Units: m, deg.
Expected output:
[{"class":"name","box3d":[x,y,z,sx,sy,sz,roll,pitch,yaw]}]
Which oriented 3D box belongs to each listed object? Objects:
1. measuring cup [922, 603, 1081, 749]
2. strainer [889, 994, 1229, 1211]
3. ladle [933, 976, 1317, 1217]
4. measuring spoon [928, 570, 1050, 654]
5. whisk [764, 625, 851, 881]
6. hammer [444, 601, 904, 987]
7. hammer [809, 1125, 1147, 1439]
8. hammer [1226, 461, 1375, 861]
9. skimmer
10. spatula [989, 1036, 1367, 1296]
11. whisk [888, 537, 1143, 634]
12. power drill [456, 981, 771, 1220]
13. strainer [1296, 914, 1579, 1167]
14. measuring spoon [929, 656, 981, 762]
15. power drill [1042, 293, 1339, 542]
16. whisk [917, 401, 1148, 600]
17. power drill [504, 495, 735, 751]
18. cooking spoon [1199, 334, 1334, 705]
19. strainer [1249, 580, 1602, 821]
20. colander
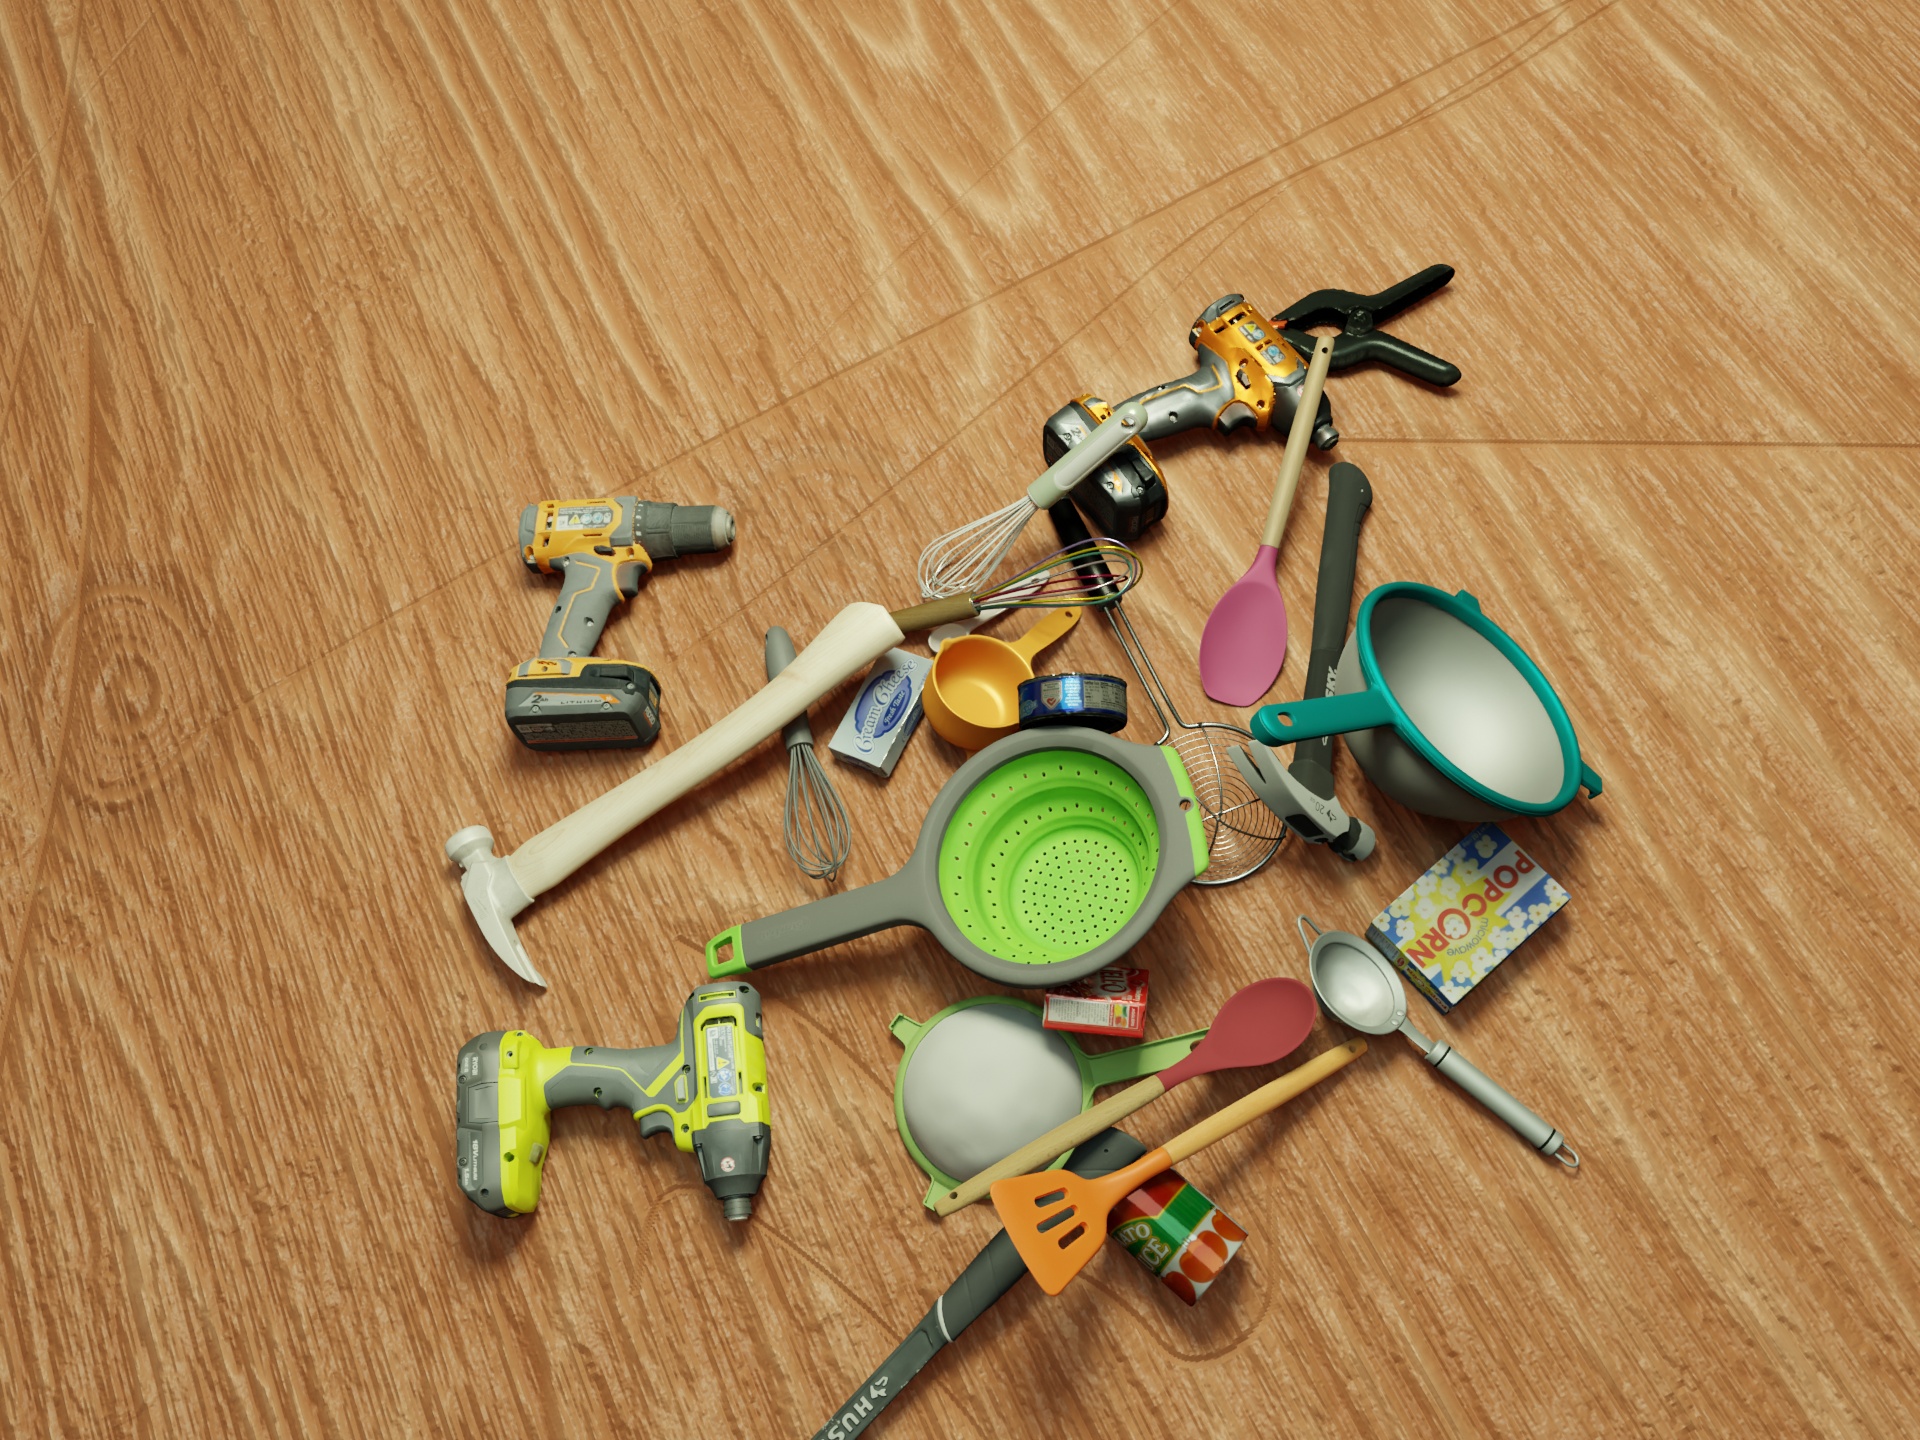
[{"class":"measuring cup","box3d":[0.039,-0.041,1.312,0.095,0.052,0.173,44,53,10]},{"class":"strainer","box3d":[0.073,0.259,1.168,0.256,0.069,0.152,-14,67,3]},{"class":"ladle","box3d":[0.120,0.270,1.128,0.315,0.031,0.069,-25,37,-17]},{"class":"measuring spoon","box3d":[0.027,-0.089,1.348,0.124,0.018,0.034,-34,49,-14]},{"class":"whisk","box3d":[-0.131,0.023,1.305,0.055,0.055,0.239,-15,62,0]},{"class":"hammer","box3d":[-0.216,0.046,1.277,0.410,0.038,0.146,-35,68,1]},{"class":"hammer","box3d":[-0.021,0.438,1.112,0.409,0.036,0.149,-44,71,-7]},{"class":"hammer","box3d":[0.289,-0.066,1.263,0.035,0.146,0.335,-19,49,46]},{"class":"skimmer","box3d":[0.150,-0.036,1.302,0.127,0.090,0.364,-26,57,4]},{"class":"spatula","box3d":[0.165,0.290,1.104,0.322,0.041,0.081,-22,69,-25]},{"class":"whisk","box3d":[0.034,-0.097,1.304,0.245,0.047,0.051,-13,71,23]},{"class":"power drill","box3d":[-0.255,0.296,1.190,0.223,0.080,0.171,-8,67,0]},{"class":"strainer","box3d":[0.340,0.239,1.160,0.258,0.050,0.087,39,42,14]},{"class":"measuring spoon","box3d":[-0.002,-0.004,1.319,0.021,0.011,0.117,-26,64,3]},{"class":"power drill","box3d":[0.202,-0.250,1.357,0.226,0.084,0.164,-34,70,-11]},{"class":"whisk","box3d":[0.057,-0.178,1.310,0.246,0.059,0.057,-38,109,23]},{"class":"power drill","box3d":[-0.289,-0.092,1.353,0.185,0.084,0.226,-3,63,4]},{"class":"cooking spoon","box3d":[0.262,-0.166,1.311,0.069,0.017,0.319,16,85,4]},{"class":"strainer","box3d":[0.309,0.009,1.165,0.340,0.095,0.211,-7,60,-39]},{"class":"colander","box3d":[-0.001,0.139,1.219,0.397,0.094,0.205,-18,59,12]}]
